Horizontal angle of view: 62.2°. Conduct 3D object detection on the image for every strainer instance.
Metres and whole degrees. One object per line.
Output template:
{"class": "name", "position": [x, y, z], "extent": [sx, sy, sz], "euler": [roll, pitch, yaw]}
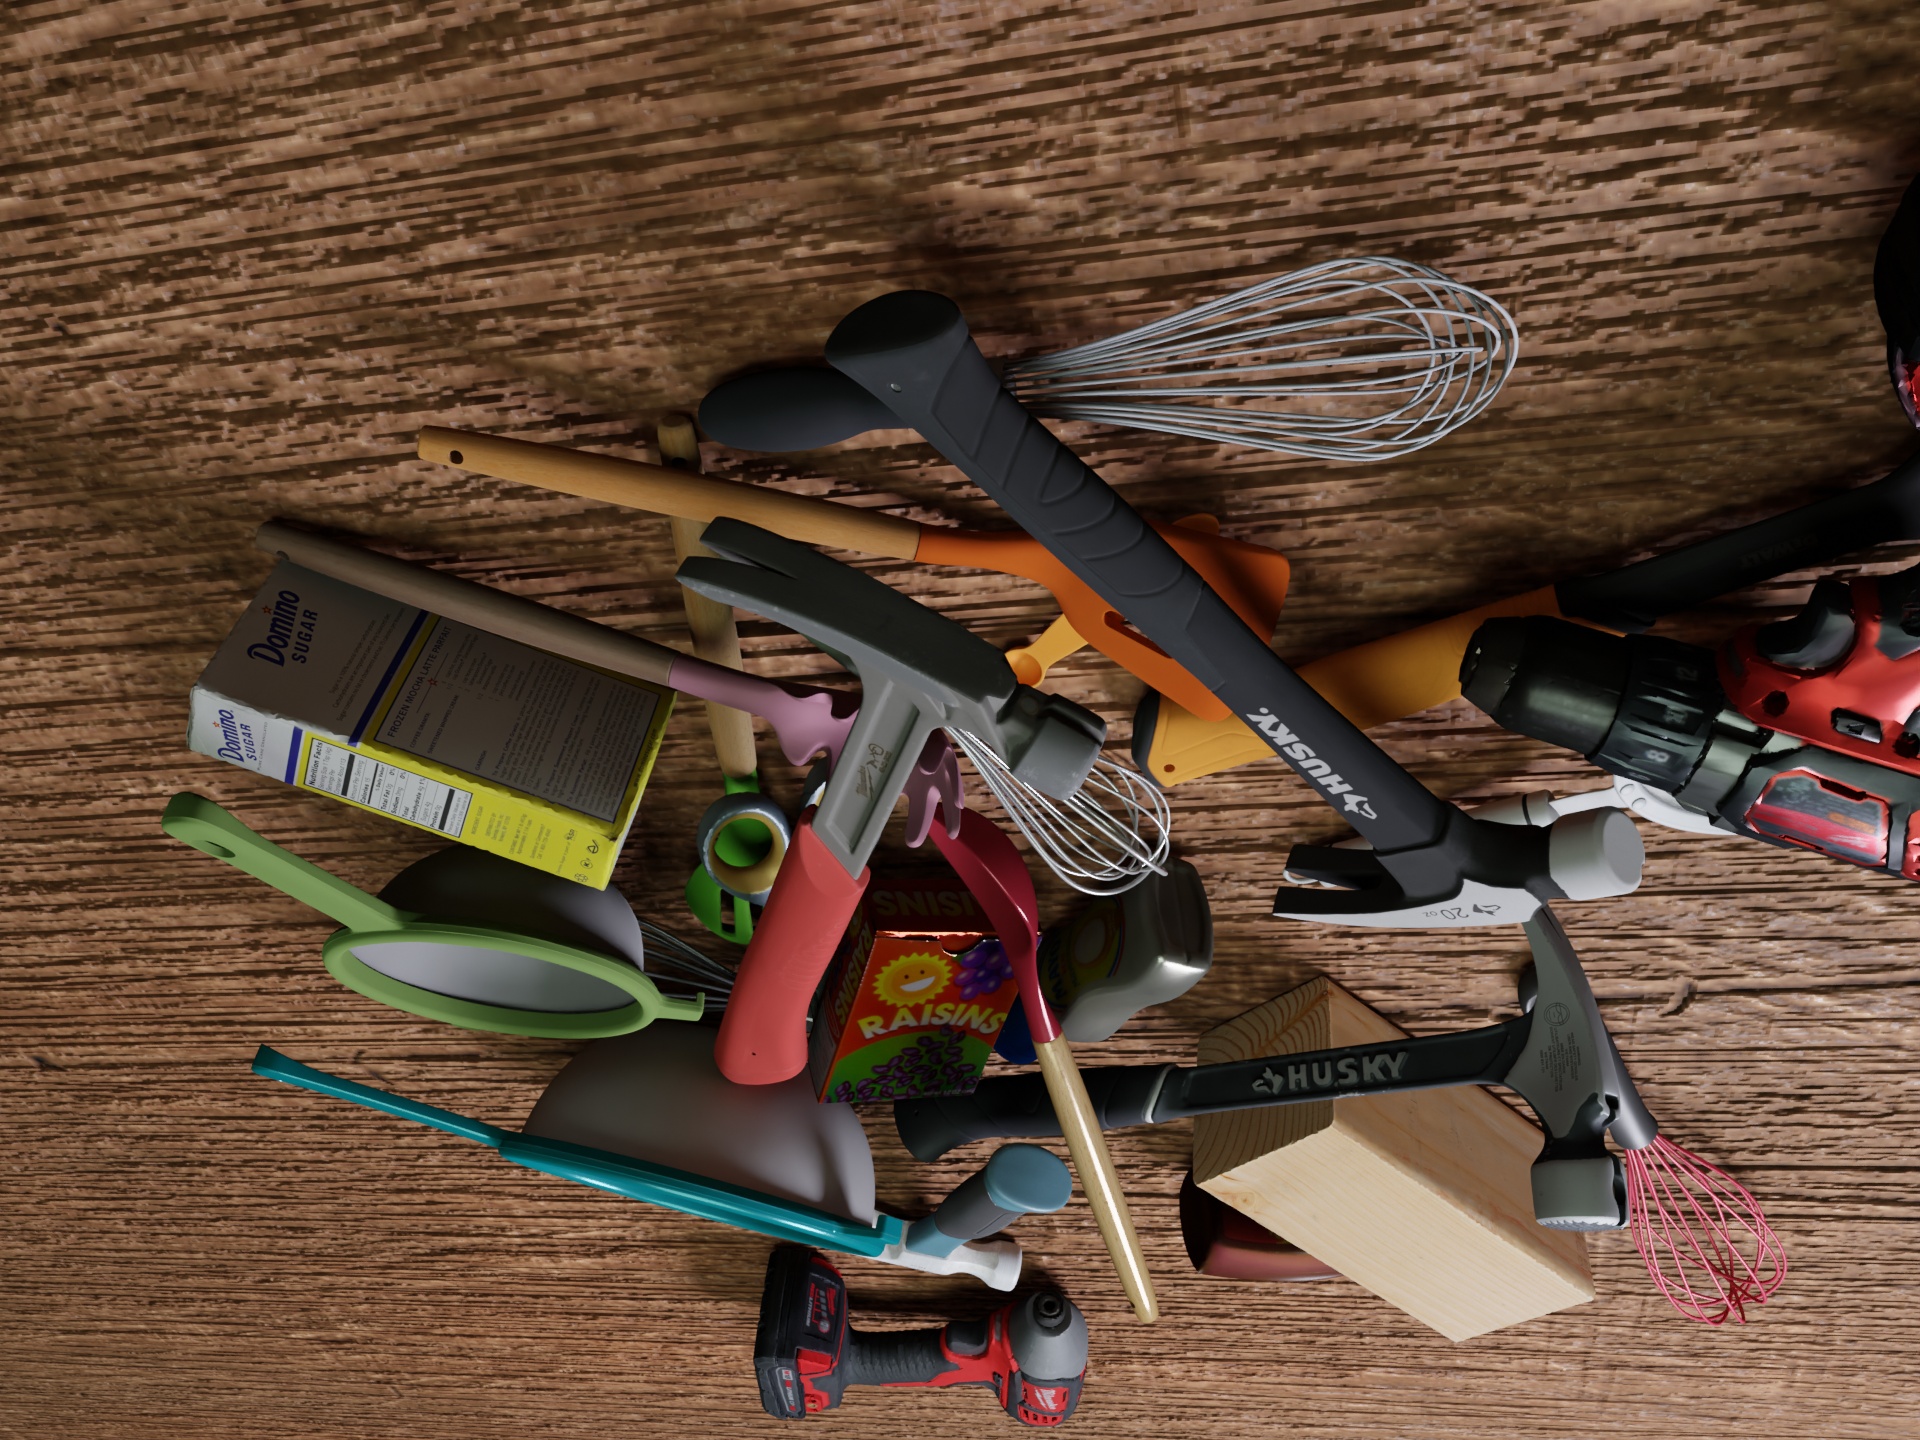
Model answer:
{"class": "strainer", "position": [0.249, 0.034, 0.662], "extent": [0.258, 0.050, 0.086], "euler": [-20, 136, 34]}
{"class": "strainer", "position": [-0.192, 0.196, 0.850], "extent": [0.340, 0.095, 0.211], "euler": [20, 159, -9]}
{"class": "strainer", "position": [-0.232, 0.070, 0.694], "extent": [0.151, 0.069, 0.256], "euler": [-8, 149, 25]}

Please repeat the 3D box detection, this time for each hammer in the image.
{"class": "hammer", "position": [0.222, -0.030, 0.606], "extent": [0.337, 0.034, 0.127], "euler": [-19, 127, 27]}
{"class": "hammer", "position": [-0.068, 0.066, 0.654], "extent": [0.149, 0.037, 0.358], "euler": [27, 143, 0]}
{"class": "hammer", "position": [0.113, 0.174, 0.771], "extent": [0.036, 0.149, 0.409], "euler": [22, 151, -40]}
{"class": "hammer", "position": [0.084, -0.026, 0.559], "extent": [0.334, 0.035, 0.146], "euler": [39, 147, -23]}
{"class": "hammer", "position": [0.003, 0.277, 0.884], "extent": [0.128, 0.033, 0.330], "euler": [14, 154, -5]}

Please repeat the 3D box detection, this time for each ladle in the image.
{"class": "ladle", "position": [0.047, 0.165, 0.734], "extent": [0.031, 0.069, 0.315], "euler": [-28, 116, -17]}

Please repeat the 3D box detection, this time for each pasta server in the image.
{"class": "pasta server", "position": [-0.144, -0.023, 0.644], "extent": [0.316, 0.040, 0.060], "euler": [18, 143, 6]}

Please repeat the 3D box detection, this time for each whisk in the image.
{"class": "whisk", "position": [-0.001, -0.002, 0.667], "extent": [0.246, 0.059, 0.058], "euler": [38, 93, -22]}
{"class": "whisk", "position": [-0.109, 0.142, 0.834], "extent": [0.239, 0.055, 0.055], "euler": [15, 136, -11]}
{"class": "whisk", "position": [0.039, -0.116, 0.542], "extent": [0.284, 0.070, 0.070], "euler": [-1, 135, 17]}
{"class": "whisk", "position": [0.356, 0.224, 0.824], "extent": [0.073, 0.073, 0.295], "euler": [-23, 121, 29]}

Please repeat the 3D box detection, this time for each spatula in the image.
{"class": "spatula", "position": [-0.040, -0.068, 0.597], "extent": [0.322, 0.041, 0.081], "euler": [10, 127, -8]}

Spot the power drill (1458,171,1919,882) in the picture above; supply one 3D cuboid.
{"class": "power drill", "position": [0.279, -0.051, 0.499], "extent": [0.188, 0.080, 0.226], "euler": [18, 136, 9]}

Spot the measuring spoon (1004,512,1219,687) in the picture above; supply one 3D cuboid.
{"class": "measuring spoon", "position": [0.059, -0.048, 0.635], "extent": [0.021, 0.011, 0.117], "euler": [44, 124, -12]}

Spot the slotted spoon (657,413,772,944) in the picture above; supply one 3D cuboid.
{"class": "slotted spoon", "position": [-0.103, 0.002, 0.701], "extent": [0.070, 0.031, 0.313], "euler": [-5, 133, -3]}

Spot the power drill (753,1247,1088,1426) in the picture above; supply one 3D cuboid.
{"class": "power drill", "position": [-0.023, 0.419, 1.073], "extent": [0.219, 0.079, 0.143], "euler": [3, 136, 2]}
